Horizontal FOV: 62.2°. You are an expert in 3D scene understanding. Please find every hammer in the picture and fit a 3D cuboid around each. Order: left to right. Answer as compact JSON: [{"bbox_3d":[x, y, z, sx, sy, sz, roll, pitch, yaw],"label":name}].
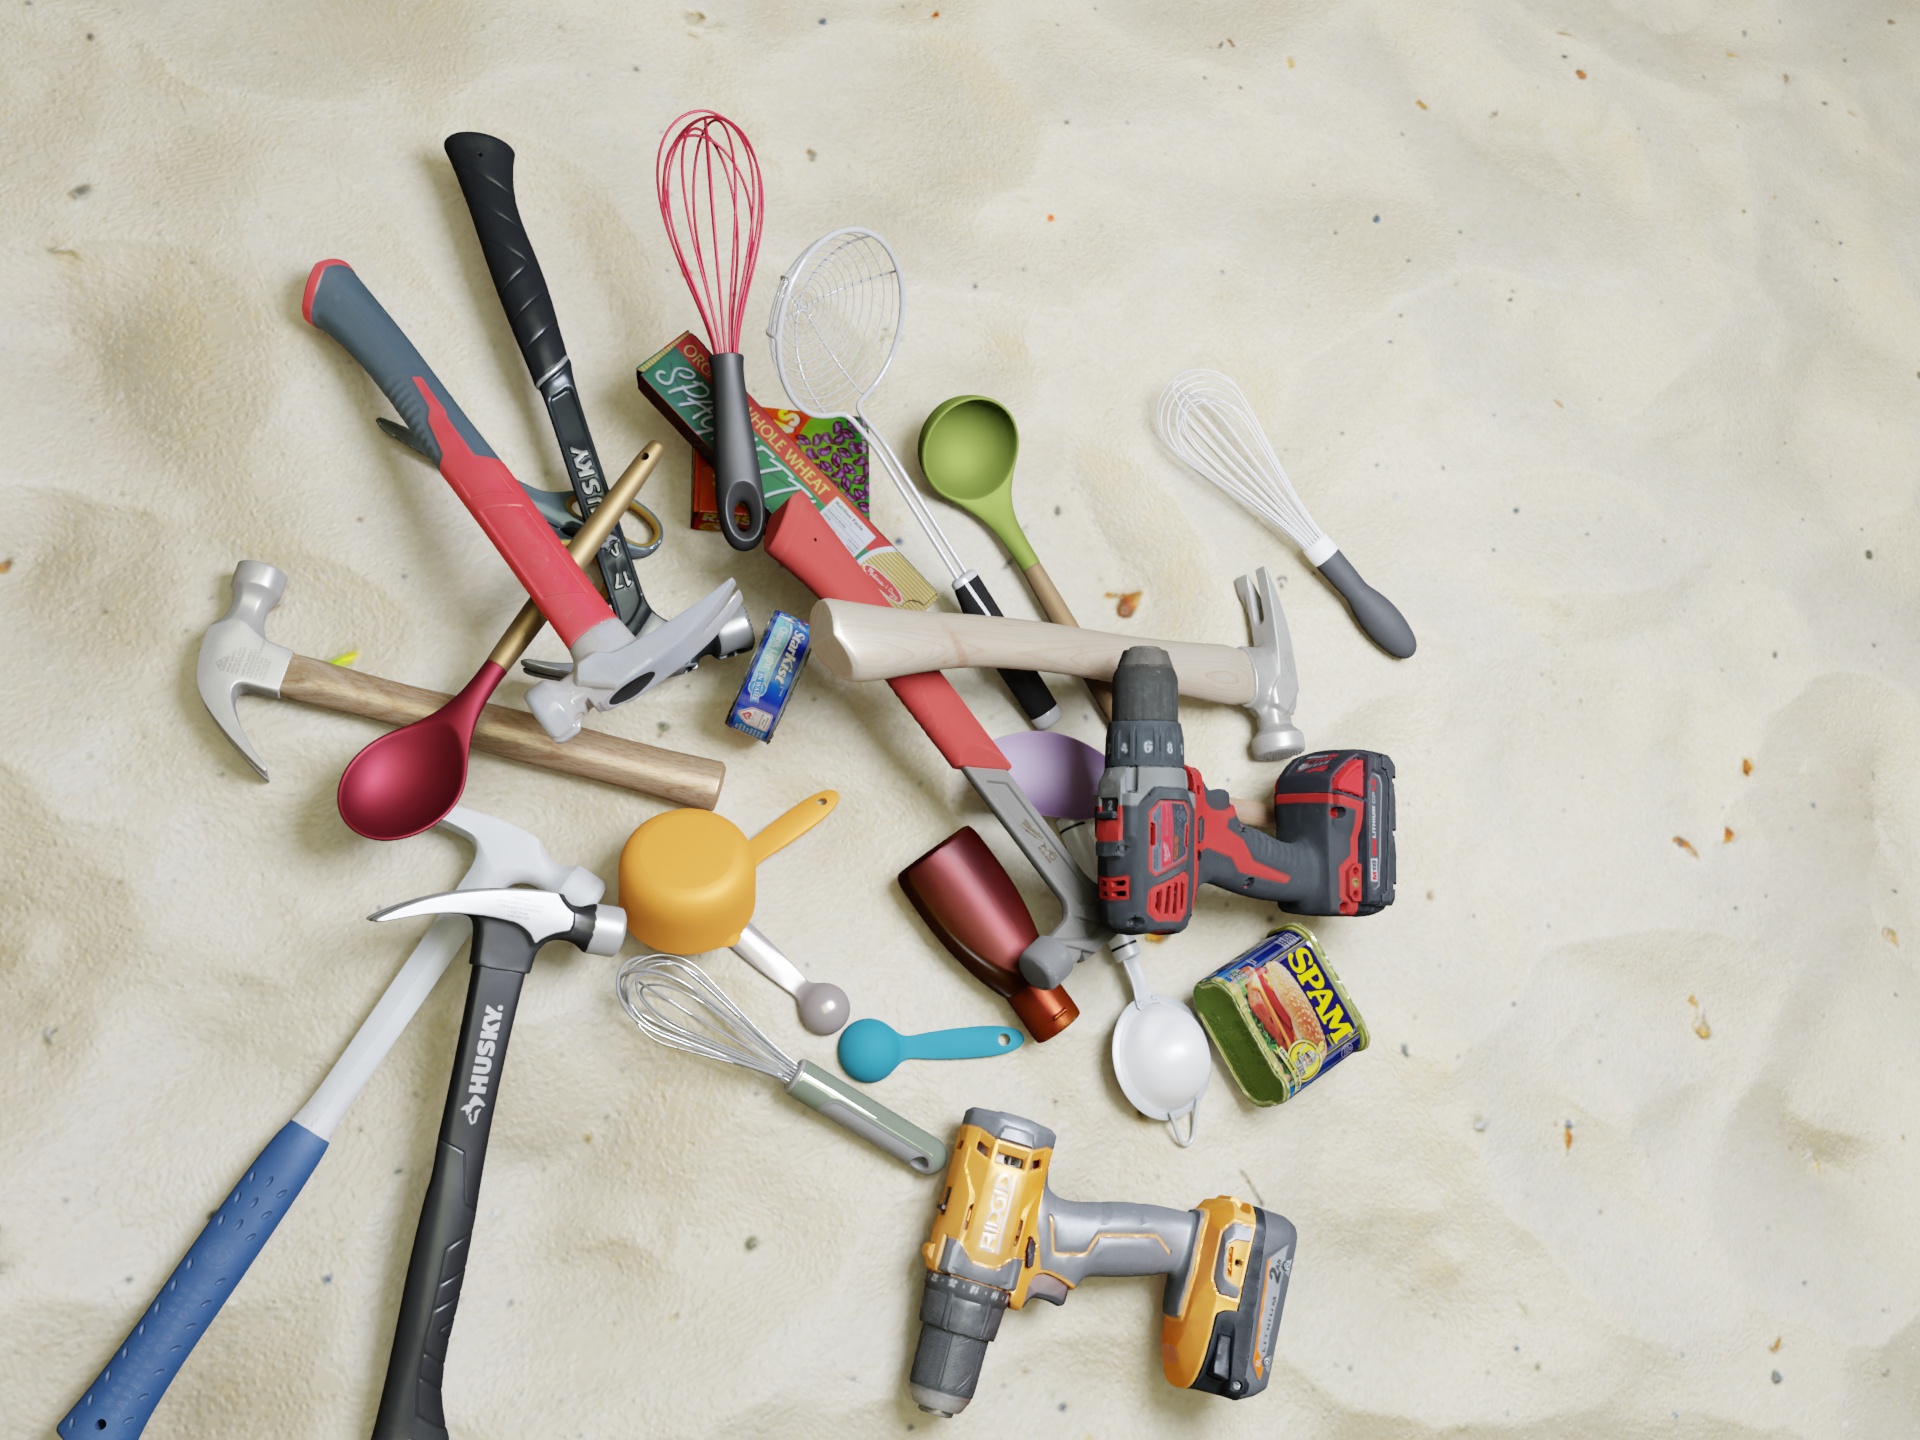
[{"bbox_3d":[-0.380,0.228,0.933,0.144,0.035,0.406,33,68,-6],"label":"hammer"},{"bbox_3d":[-0.298,0.261,0.923,0.146,0.035,0.335,15,79,-27],"label":"hammer"},{"bbox_3d":[-0.315,0.004,1.020,0.331,0.031,0.130,16,70,-12],"label":"hammer"},{"bbox_3d":[-0.297,-0.169,1.012,0.143,0.038,0.387,-36,70,-9],"label":"hammer"},{"bbox_3d":[-0.274,-0.214,1.072,0.149,0.036,0.409,-18,81,-15],"label":"hammer"},{"bbox_3d":[-0.002,-0.003,1.055,0.149,0.036,0.359,-40,96,-34],"label":"hammer"},{"bbox_3d":[0.079,-0.055,1.083,0.410,0.038,0.146,5,71,-37],"label":"hammer"}]

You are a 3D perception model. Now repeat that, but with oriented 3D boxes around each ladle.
[{"bbox_3d":[-0.278,-0.056,1.001,0.069,0.031,0.315,30,71,6],"label":"ladle"},{"bbox_3d":[0.067,-0.091,1.151,0.078,0.062,0.320,-29,87,-11],"label":"ladle"}]

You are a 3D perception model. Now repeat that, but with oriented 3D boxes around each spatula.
[{"bbox_3d":[0.162,0.057,1.144,0.315,0.018,0.060,11,78,-18],"label":"spatula"}]

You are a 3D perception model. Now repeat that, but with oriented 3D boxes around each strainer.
[{"bbox_3d":[0.118,0.167,1.100,0.087,0.050,0.258,-14,75,-36],"label":"strainer"}]

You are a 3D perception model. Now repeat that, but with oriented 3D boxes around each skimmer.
[{"bbox_3d":[-0.013,-0.156,1.088,0.127,0.090,0.363,-39,101,-37],"label":"skimmer"}]

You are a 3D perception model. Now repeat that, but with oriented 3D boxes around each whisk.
[{"bbox_3d":[-0.156,-0.258,1.048,0.073,0.073,0.296,-5,88,-18],"label":"whisk"},{"bbox_3d":[-0.112,0.222,1.011,0.246,0.057,0.059,33,34,-10],"label":"whisk"},{"bbox_3d":[0.258,-0.157,1.228,0.284,0.070,0.070,48,67,-4],"label":"whisk"}]

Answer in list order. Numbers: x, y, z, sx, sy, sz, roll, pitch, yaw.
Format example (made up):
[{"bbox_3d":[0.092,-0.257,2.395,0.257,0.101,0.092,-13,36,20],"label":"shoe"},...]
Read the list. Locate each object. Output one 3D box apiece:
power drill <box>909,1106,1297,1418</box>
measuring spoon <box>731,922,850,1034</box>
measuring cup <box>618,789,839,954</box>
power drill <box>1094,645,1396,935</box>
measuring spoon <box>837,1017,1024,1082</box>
[{"bbox_3d":[0.084,0.366,1.011,0.226,0.084,0.185,19,72,-7],"label":"power drill"},{"bbox_3d":[-0.122,0.158,1.040,0.124,0.018,0.034,41,68,-1],"label":"measuring spoon"},{"bbox_3d":[-0.143,0.077,1.028,0.095,0.052,0.173,39,55,25],"label":"measuring cup"},{"bbox_3d":[0.188,0.050,1.077,0.226,0.080,0.188,4,83,-31],"label":"power drill"},{"bbox_3d":[-0.017,0.214,1.053,0.128,0.021,0.042,-1,75,-16],"label":"measuring spoon"}]
